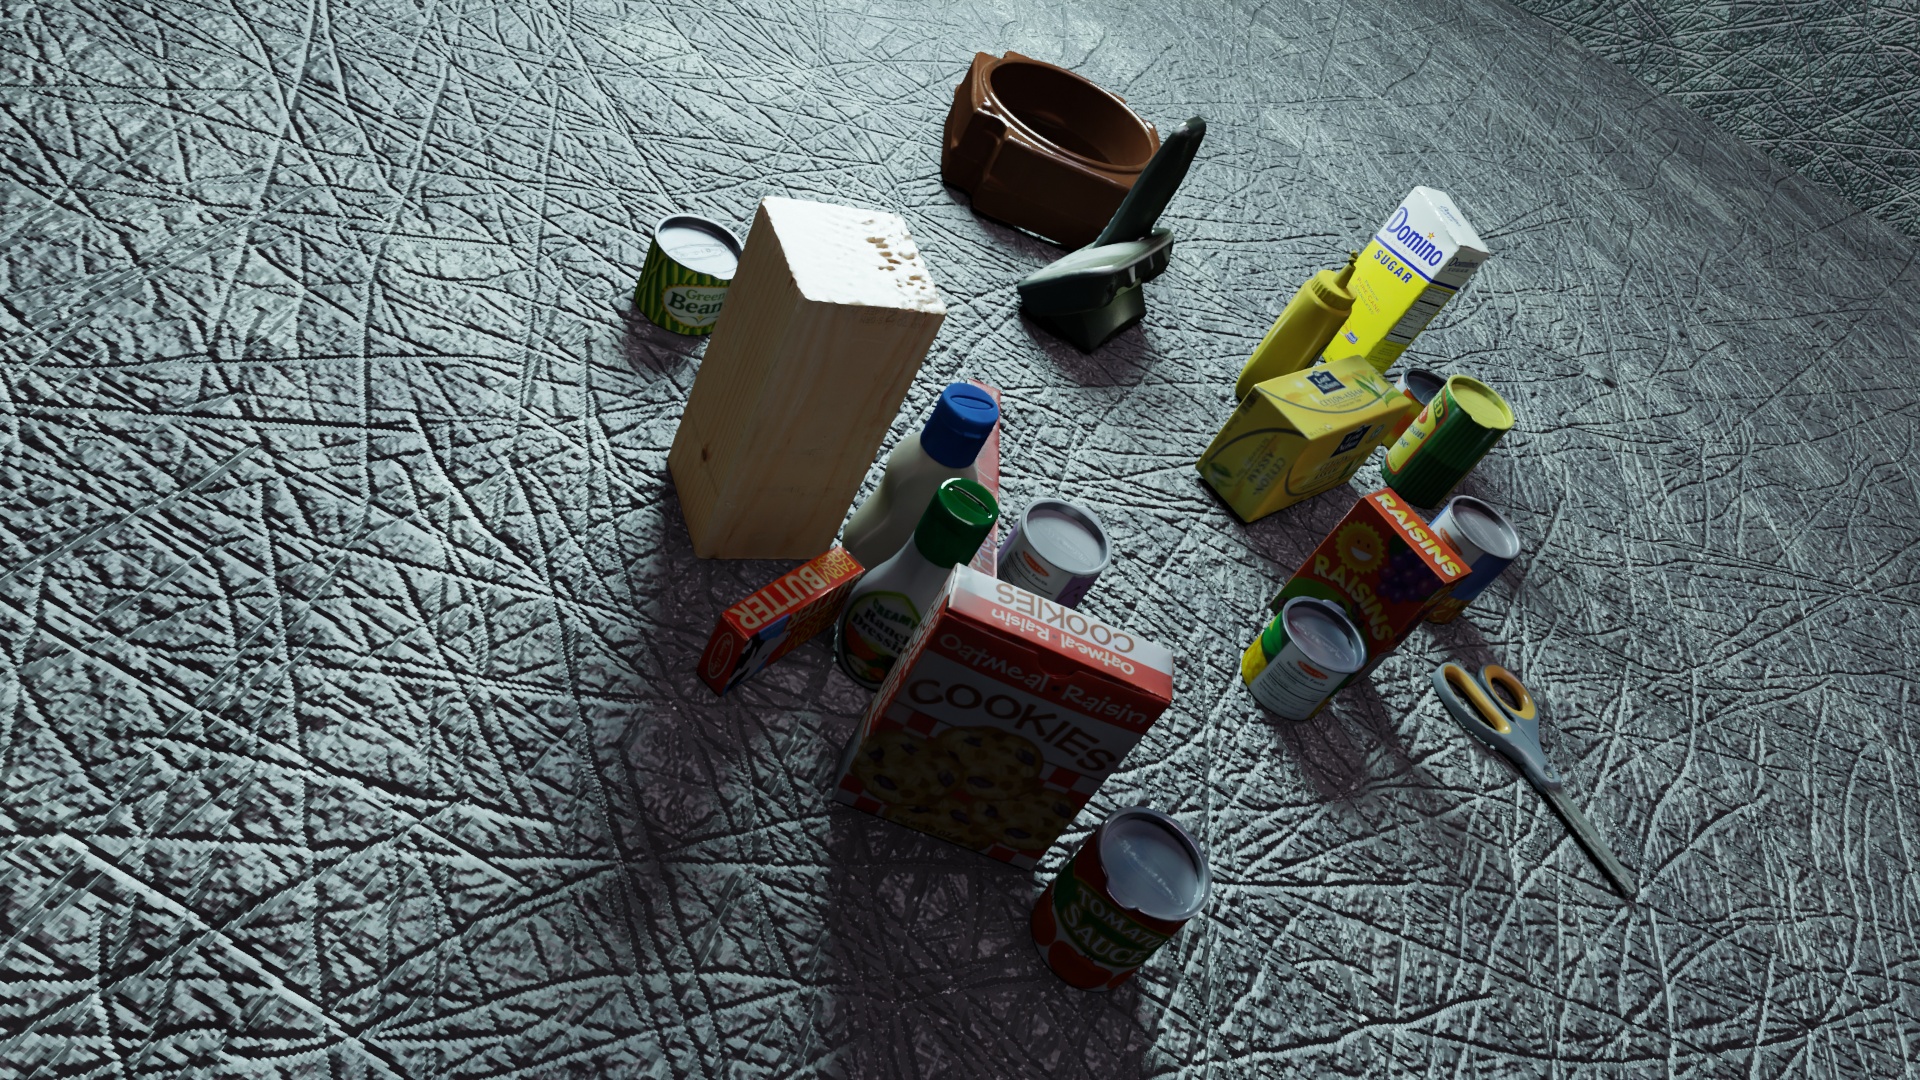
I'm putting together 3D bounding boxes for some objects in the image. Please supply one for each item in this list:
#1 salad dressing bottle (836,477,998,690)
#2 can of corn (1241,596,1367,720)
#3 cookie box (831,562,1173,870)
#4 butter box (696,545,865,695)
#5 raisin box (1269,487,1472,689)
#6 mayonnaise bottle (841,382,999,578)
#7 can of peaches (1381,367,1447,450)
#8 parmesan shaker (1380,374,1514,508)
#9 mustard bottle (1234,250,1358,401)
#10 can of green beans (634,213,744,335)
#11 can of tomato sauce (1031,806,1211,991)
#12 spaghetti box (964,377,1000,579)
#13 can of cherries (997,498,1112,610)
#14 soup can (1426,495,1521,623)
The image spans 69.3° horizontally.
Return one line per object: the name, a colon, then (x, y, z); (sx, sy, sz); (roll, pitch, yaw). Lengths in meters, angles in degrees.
salad dressing bottle: (-0.024, 0.026, 0.794); (0.064, 0.146, 0.044); (36, 40, 5)
can of corn: (0.238, 0.081, 0.966); (0.071, 0.058, 0.071); (17, 42, -16)
cookie box: (0.019, 0.099, 0.730); (0.123, 0.166, 0.040); (22, 41, -10)
butter box: (-0.103, 0.044, 0.800); (0.024, 0.052, 0.104); (43, 41, 14)
raisin box: (0.291, 0.035, 0.995); (0.040, 0.122, 0.086); (-15, 58, -41)
mayonnaise bottle: (-0.022, -0.032, 0.854); (0.065, 0.147, 0.041); (8, 45, -25)
can of peaches: (0.421, -0.114, 1.276); (0.071, 0.057, 0.071); (17, 42, -16)
parmesan shaker: (0.422, -0.083, 1.210); (0.071, 0.102, 0.072); (17, 42, -16)
mustard bottle: (0.296, -0.181, 1.189); (0.049, 0.159, 0.065); (38, 41, 8)
can of green beans: (-0.191, -0.187, 0.980); (0.071, 0.057, 0.071); (17, 42, -16)
can of tomato sauce: (0.083, 0.193, 0.738); (0.071, 0.082, 0.071); (17, 42, -16)
spaghetti box: (0.003, -0.012, 0.924); (0.029, 0.050, 0.251); (18, 42, -15)
can of cherries: (0.060, 0.014, 0.926); (0.071, 0.058, 0.072); (17, 42, -16)
soup can: (0.395, 0.016, 1.107); (0.071, 0.083, 0.072); (17, 42, -16)
